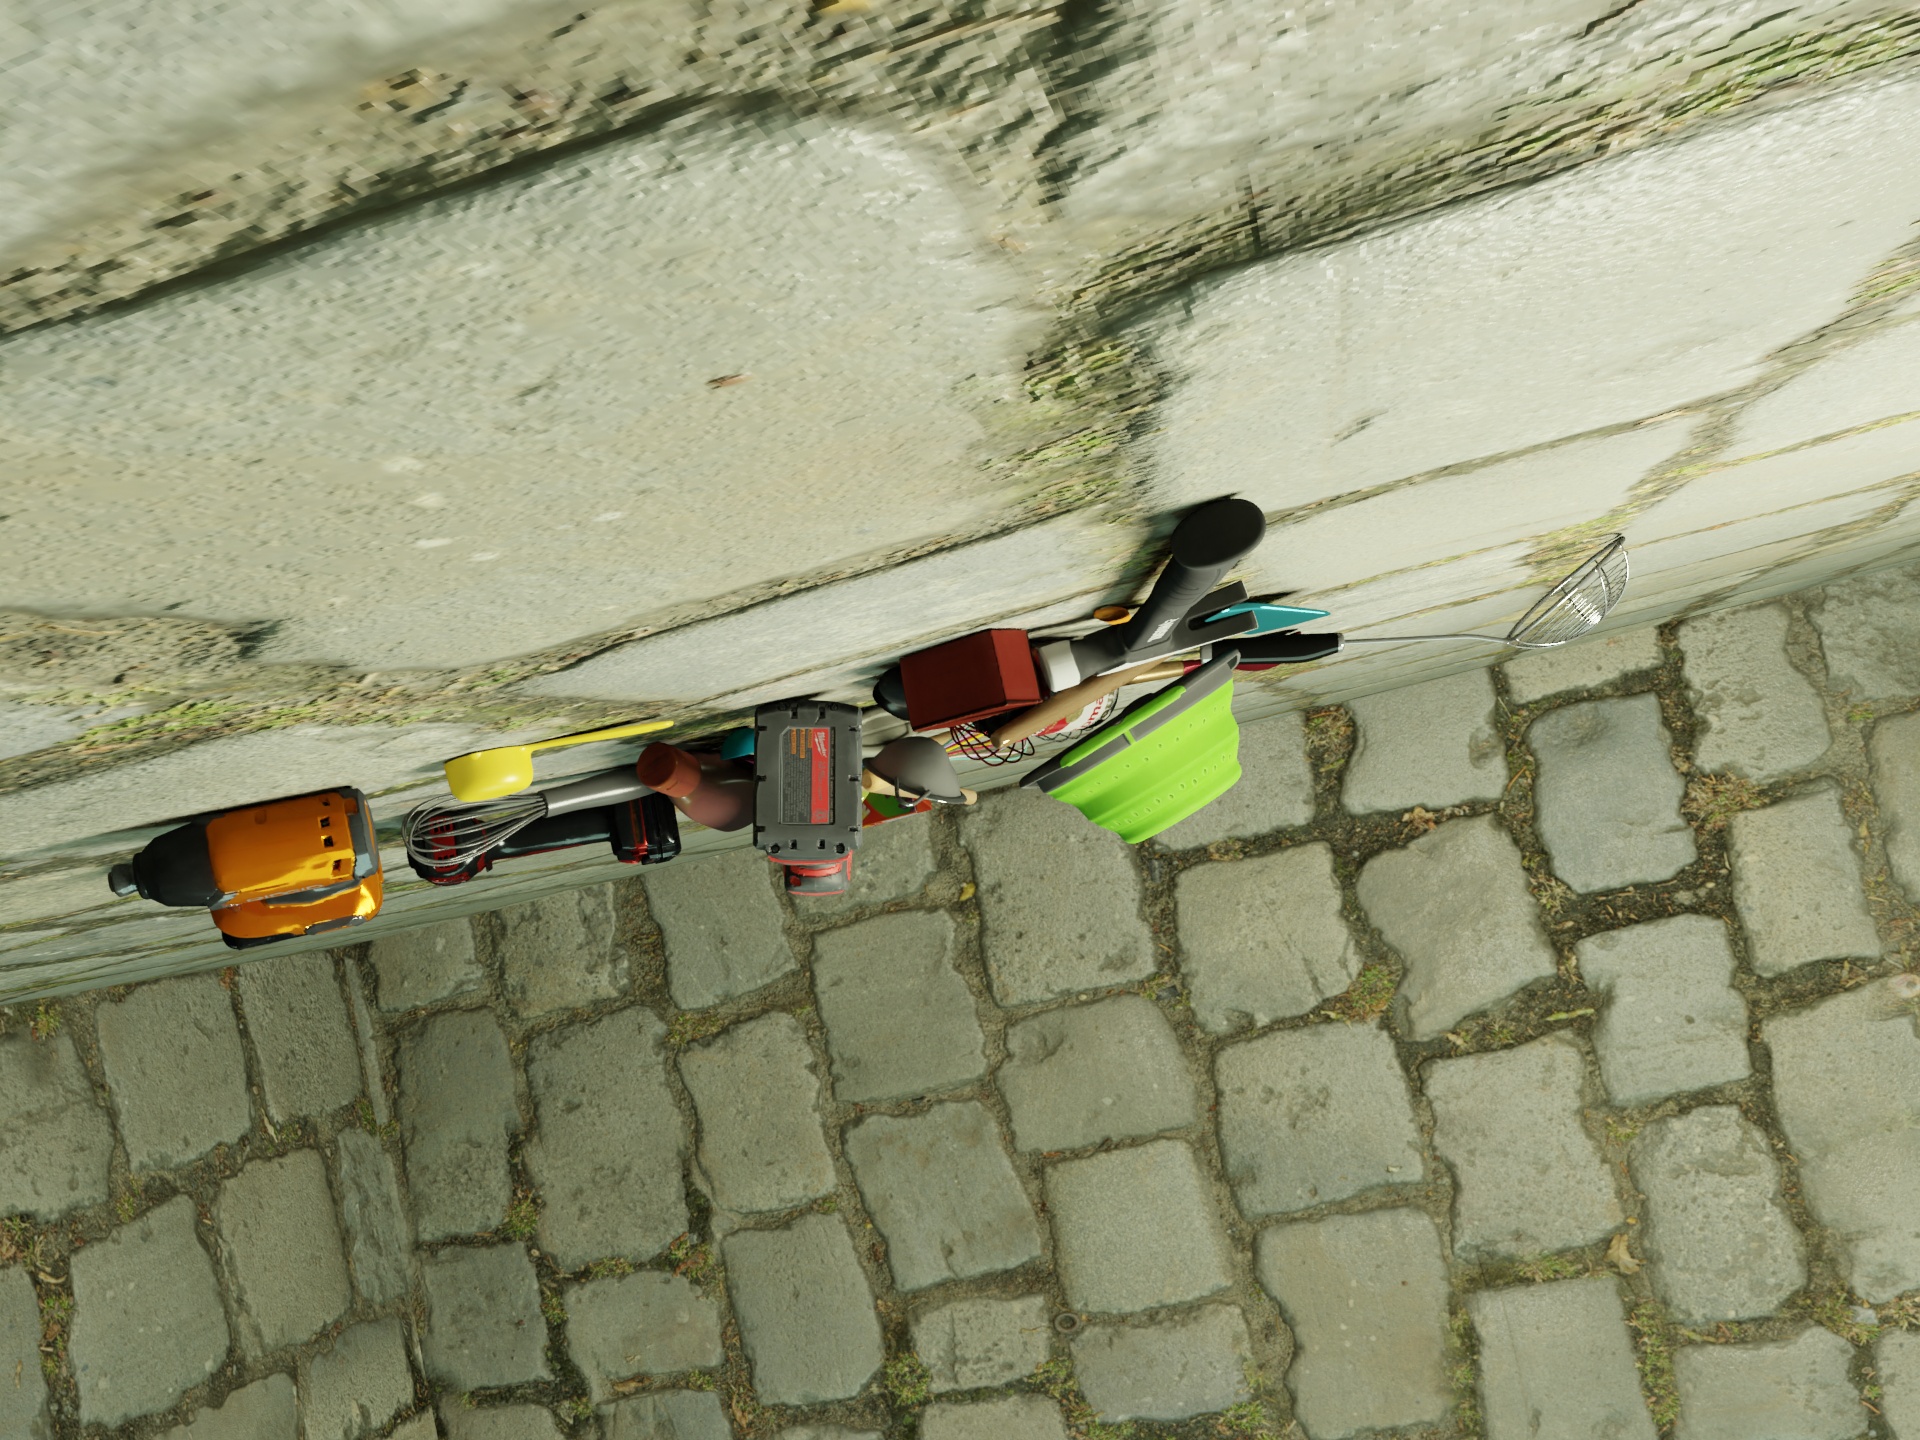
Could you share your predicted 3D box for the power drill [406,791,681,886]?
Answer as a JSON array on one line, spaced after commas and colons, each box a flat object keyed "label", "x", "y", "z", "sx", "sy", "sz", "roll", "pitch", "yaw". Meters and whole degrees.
[{"label": "power drill", "x": -0.373, "y": 0.103, "z": 1.414, "sx": 0.226, "sy": 0.080, "sz": 0.188, "roll": -9, "pitch": 174, "yaw": -17}]

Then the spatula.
[{"label": "spatula", "x": 0.141, "y": -0.036, "z": 1.147, "sx": 0.317, "sy": 0.044, "sz": 0.082, "roll": -27, "pitch": -172, "yaw": -36}]

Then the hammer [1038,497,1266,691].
[{"label": "hammer", "x": 0.131, "y": -0.075, "z": 0.940, "sx": 0.146, "sy": 0.035, "sz": 0.334, "roll": -17, "pitch": 174, "yaw": -4}]

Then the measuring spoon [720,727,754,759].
[{"label": "measuring spoon", "x": -0.159, "y": 0.011, "z": 1.299, "sx": 0.042, "sy": 0.021, "sz": 0.128, "roll": -13, "pitch": -176, "yaw": 18}]

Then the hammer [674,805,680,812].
[{"label": "hammer", "x": -0.273, "y": 0.078, "z": 1.614, "sx": 0.331, "sy": 0.031, "sz": 0.130, "roll": -17, "pitch": 173, "yaw": 36}]

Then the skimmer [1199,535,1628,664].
[{"label": "skimmer", "x": 0.389, "y": -0.101, "z": 1.379, "sx": 0.363, "sy": 0.090, "sz": 0.127, "roll": -4, "pitch": 179, "yaw": 8}]

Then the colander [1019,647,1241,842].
[{"label": "colander", "x": 0.168, "y": 0.029, "z": 1.351, "sx": 0.204, "sy": 0.094, "sz": 0.397, "roll": -32, "pitch": 178, "yaw": 9}]

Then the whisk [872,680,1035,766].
[{"label": "whisk", "x": -0.002, "y": -0.004, "z": 1.271, "sx": 0.073, "sy": 0.073, "sz": 0.295, "roll": -15, "pitch": 169, "yaw": 20}]

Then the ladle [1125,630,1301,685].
[{"label": "ladle", "x": 0.180, "y": -0.046, "z": 1.461, "sx": 0.315, "sy": 0.031, "sz": 0.069, "roll": -9, "pitch": 174, "yaw": -23}]

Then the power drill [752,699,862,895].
[{"label": "power drill", "x": -0.115, "y": 0.056, "z": 1.238, "sx": 0.078, "sy": 0.143, "sz": 0.219, "roll": 0, "pitch": 168, "yaw": -3}]

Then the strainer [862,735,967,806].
[{"label": "strainer", "x": -0.031, "y": 0.035, "z": 1.288, "sx": 0.087, "sy": 0.050, "sz": 0.258, "roll": 22, "pitch": -178, "yaw": 0}]

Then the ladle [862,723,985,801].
[{"label": "ladle", "x": -0.012, "y": 0.031, "z": 1.562, "sx": 0.320, "sy": 0.062, "sz": 0.078, "roll": -16, "pitch": -163, "yaw": -31}]

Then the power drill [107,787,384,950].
[{"label": "power drill", "x": -0.496, "y": 0.108, "z": 1.128, "sx": 0.164, "sy": 0.084, "sz": 0.226, "roll": -11, "pitch": 170, "yaw": -19}]

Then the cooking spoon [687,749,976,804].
[{"label": "cooking spoon", "x": -0.112, "y": 0.051, "z": 1.425, "sx": 0.318, "sy": 0.017, "sz": 0.069, "roll": 11, "pitch": 162, "yaw": -37}]

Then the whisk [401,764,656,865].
[{"label": "whisk", "x": -0.335, "y": 0.070, "z": 1.288, "sx": 0.239, "sy": 0.055, "sz": 0.055, "roll": -15, "pitch": 177, "yaw": -38}]

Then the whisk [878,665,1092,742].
[{"label": "whisk", "x": 0.023, "y": -0.020, "z": 1.209, "sx": 0.070, "sy": 0.070, "sz": 0.284, "roll": -16, "pitch": 169, "yaw": 31}]

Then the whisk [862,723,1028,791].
[{"label": "whisk", "x": -0.009, "y": 0.031, "z": 1.472, "sx": 0.047, "sy": 0.051, "sz": 0.245, "roll": -4, "pitch": -170, "yaw": 38}]

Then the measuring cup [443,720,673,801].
[{"label": "measuring cup", "x": -0.270, "y": 0.027, "z": 1.077, "sx": 0.156, "sy": 0.029, "sz": 0.062, "roll": -11, "pitch": 175, "yaw": -1}]

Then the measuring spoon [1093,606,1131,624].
[{"label": "measuring spoon", "x": 0.109, "y": -0.068, "z": 1.108, "sx": 0.021, "sy": 0.011, "sz": 0.117, "roll": -14, "pitch": 174, "yaw": 13}]
